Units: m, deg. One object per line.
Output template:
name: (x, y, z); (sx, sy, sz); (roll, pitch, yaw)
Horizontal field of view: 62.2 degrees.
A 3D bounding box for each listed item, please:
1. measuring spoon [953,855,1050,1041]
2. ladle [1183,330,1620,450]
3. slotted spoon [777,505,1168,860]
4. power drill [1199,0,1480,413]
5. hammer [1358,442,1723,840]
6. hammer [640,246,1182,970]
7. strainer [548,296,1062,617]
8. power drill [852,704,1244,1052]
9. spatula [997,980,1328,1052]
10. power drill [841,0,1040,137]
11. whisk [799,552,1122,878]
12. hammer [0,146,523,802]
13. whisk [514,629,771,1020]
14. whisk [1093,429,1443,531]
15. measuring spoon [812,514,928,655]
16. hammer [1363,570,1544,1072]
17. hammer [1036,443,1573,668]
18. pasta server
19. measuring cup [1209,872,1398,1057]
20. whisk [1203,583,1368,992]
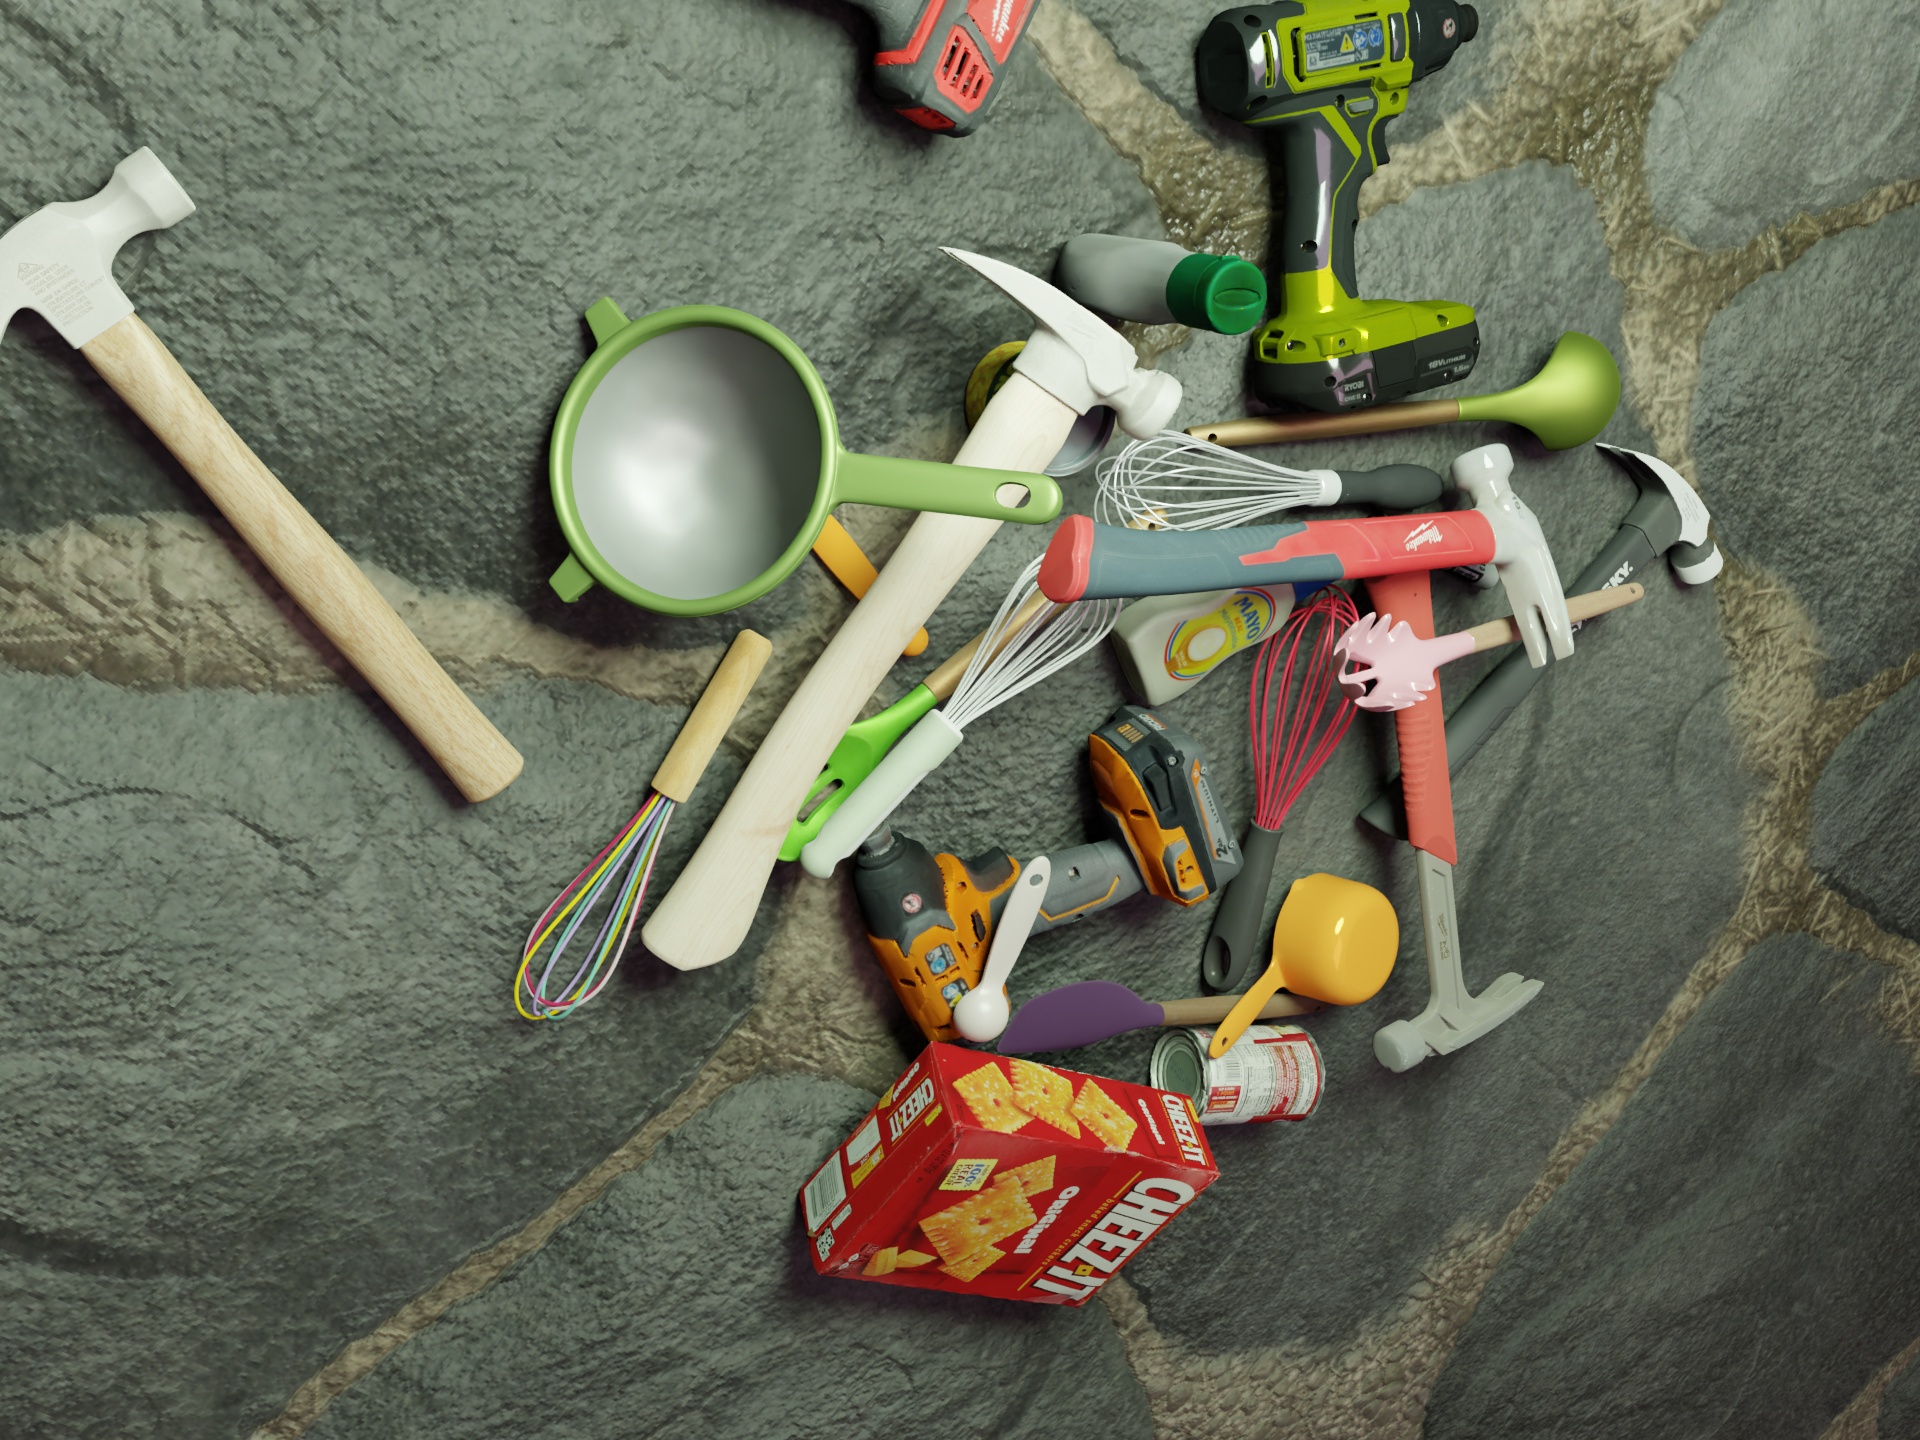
measuring spoon: (0.029, 0.137, 0.929); (0.034, 0.018, 0.124); (13, 107, -23)
ladle: (0.283, -0.197, 1.011); (0.320, 0.062, 0.078); (-9, 115, -17)
slotted spoon: (0.002, -0.030, 0.933); (0.314, 0.031, 0.070); (-38, 121, -12)
power drill: (0.232, -0.303, 0.920); (0.171, 0.080, 0.223); (-18, 112, -20)
hammer: (0.401, -0.046, 1.123); (0.335, 0.035, 0.146); (-47, 123, -4)
hammer: (-0.056, -0.045, 0.840); (0.146, 0.038, 0.410); (31, 99, -23)
strainer: (-0.072, -0.118, 0.782); (0.256, 0.069, 0.151); (8, 91, 13)
power drill: (0.046, 0.084, 0.966); (0.226, 0.084, 0.164); (-30, 119, -9)
spatula: (0.148, 0.192, 1.053); (0.315, 0.018, 0.059); (6, 122, -42)
power drill: (-0.051, -0.390, 0.745); (0.219, 0.079, 0.143); (22, 97, -34)
whisk: (-0.001, -0.003, 0.899); (0.059, 0.058, 0.246); (44, 88, -1)
hammer: (-0.319, -0.085, 0.746); (0.130, 0.031, 0.331); (-38, 121, -10)
whisk: (-0.173, 0.058, 0.868); (0.047, 0.051, 0.245); (30, 90, -26)
whisk: (0.195, -0.140, 0.969); (0.284, 0.070, 0.070); (-6, 111, -33)
measuring spoon: (-0.055, -0.079, 0.888); (0.021, 0.011, 0.116); (-44, 116, -8)
hammer: (0.321, 0.053, 1.071); (0.149, 0.037, 0.359); (-20, 109, -29)
hammer: (0.208, -0.082, 0.905); (0.386, 0.038, 0.143); (-9, 78, -35)
pasta server: (0.348, -0.058, 1.024); (0.316, 0.040, 0.060); (-15, 79, -32)
measuring cup: (0.237, 0.176, 1.082); (0.173, 0.052, 0.095); (-40, 121, -32)
whisk: (0.207, 0.051, 1.049); (0.073, 0.073, 0.295); (1, 113, -27)
